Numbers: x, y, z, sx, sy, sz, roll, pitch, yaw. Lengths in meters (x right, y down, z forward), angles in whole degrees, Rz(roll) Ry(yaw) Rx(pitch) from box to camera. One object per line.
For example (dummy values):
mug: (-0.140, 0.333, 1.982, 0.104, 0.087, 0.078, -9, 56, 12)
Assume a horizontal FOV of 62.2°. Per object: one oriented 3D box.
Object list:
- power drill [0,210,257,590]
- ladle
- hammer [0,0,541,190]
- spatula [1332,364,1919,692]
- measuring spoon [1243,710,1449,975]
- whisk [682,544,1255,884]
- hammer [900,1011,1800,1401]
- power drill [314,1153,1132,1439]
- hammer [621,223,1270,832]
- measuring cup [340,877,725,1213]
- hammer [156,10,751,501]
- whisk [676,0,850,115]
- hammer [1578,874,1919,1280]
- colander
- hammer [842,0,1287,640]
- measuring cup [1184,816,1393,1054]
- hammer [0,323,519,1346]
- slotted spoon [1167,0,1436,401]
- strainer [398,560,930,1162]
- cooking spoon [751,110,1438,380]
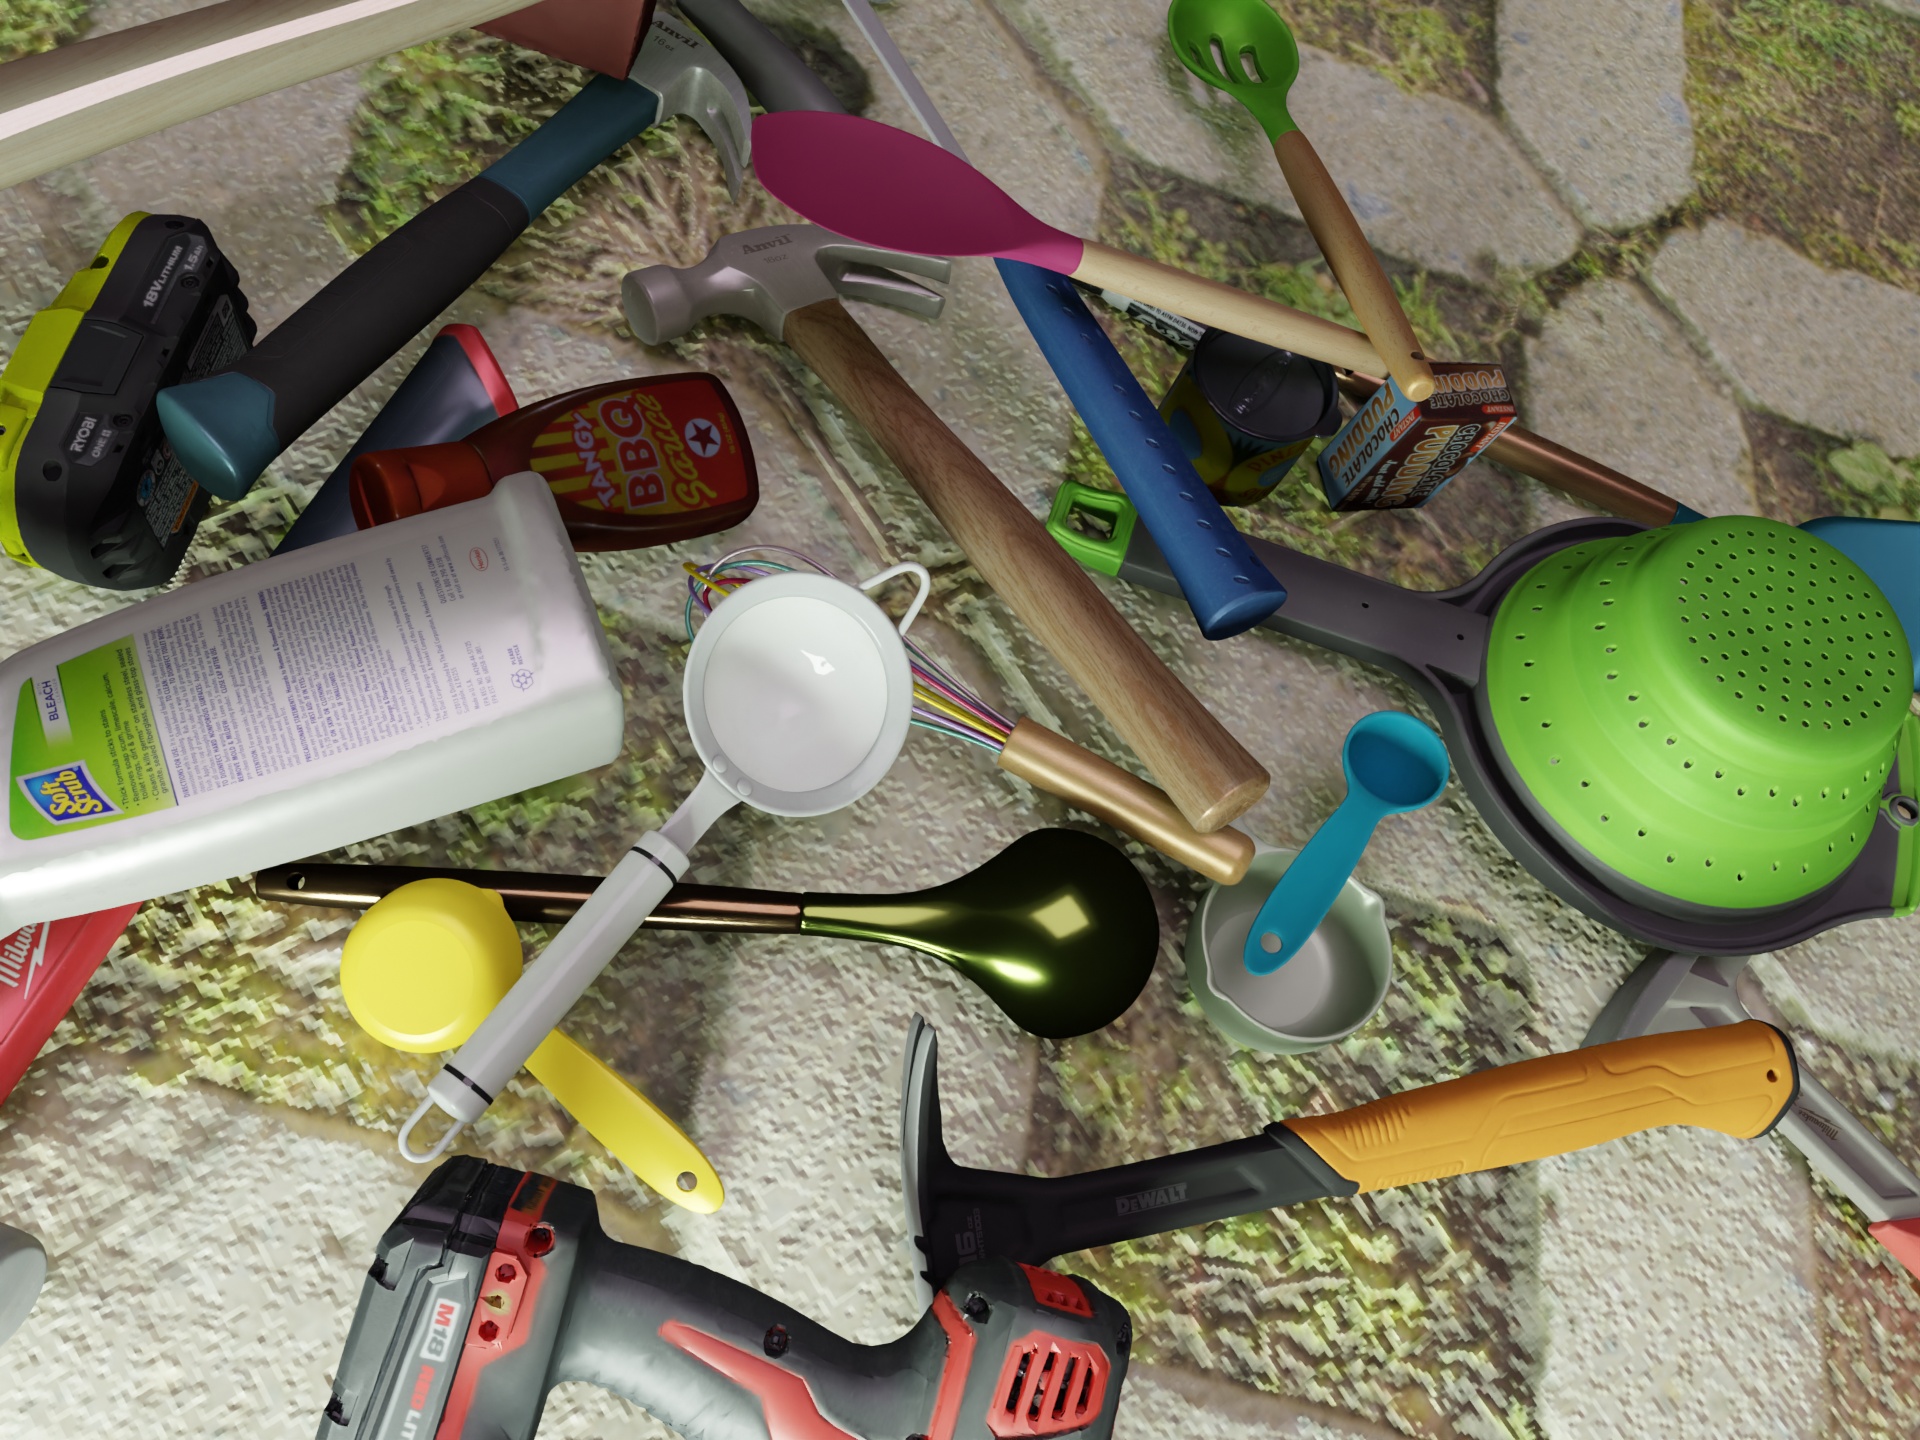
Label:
power drill: (-0.383, -0.147, 0.567, 0.228, 0.080, 0.191, 13, 65, -6)
ladle: (-0.084, 0.069, 0.575, 0.320, 0.062, 0.078, 4, 78, -5)
hammer: (-0.223, -0.242, 0.567, 0.410, 0.038, 0.146, -29, 75, -18)
spatula: (0.315, -0.109, 0.746, 0.317, 0.044, 0.082, 23, 91, -2)
measuring spoon: (0.143, 0.049, 0.610, 0.042, 0.021, 0.129, 36, 67, 11)
whisk: (-0.002, -0.001, 0.603, 0.245, 0.047, 0.051, 28, 67, 8)
hammer: (0.145, 0.143, 0.564, 0.337, 0.034, 0.127, -8, 90, -12)
power drill: (-0.073, 0.237, 0.469, 0.226, 0.080, 0.188, 17, 85, -7)
hammer: (0.005, -0.088, 0.633, 0.130, 0.031, 0.331, -27, 65, -28)
measuring cup: (-0.141, 0.115, 0.532, 0.156, 0.029, 0.062, 41, 92, -1)
hammer: (-0.191, -0.197, 0.627, 0.128, 0.033, 0.331, 30, 51, 0)
whisk: (-0.119, -0.338, 0.735, 0.055, 0.055, 0.239, -39, 86, -25)
hammer: (0.402, 0.232, 0.625, 0.359, 0.036, 0.149, 46, 64, 8)
colander: (0.232, -0.042, 0.648, 0.397, 0.094, 0.205, 19, 62, 1)
hammer: (0.012, -0.209, 0.667, 0.144, 0.035, 0.406, -4, 60, -55)
measuring cup: (0.102, 0.054, 0.627, 0.083, 0.038, 0.168, -23, 69, -21)
hammer: (-0.277, 0.002, 0.546, 0.143, 0.038, 0.386, 20, 61, 7)
slotted spoon: (0.157, -0.251, 0.733, 0.070, 0.031, 0.314, -1, 50, -14)
strainer: (-0.098, 0.039, 0.538, 0.086, 0.050, 0.258, 47, 64, -20)
cooking spoon: (0.067, -0.176, 0.630, 0.318, 0.017, 0.069, 10, 55, -25)
